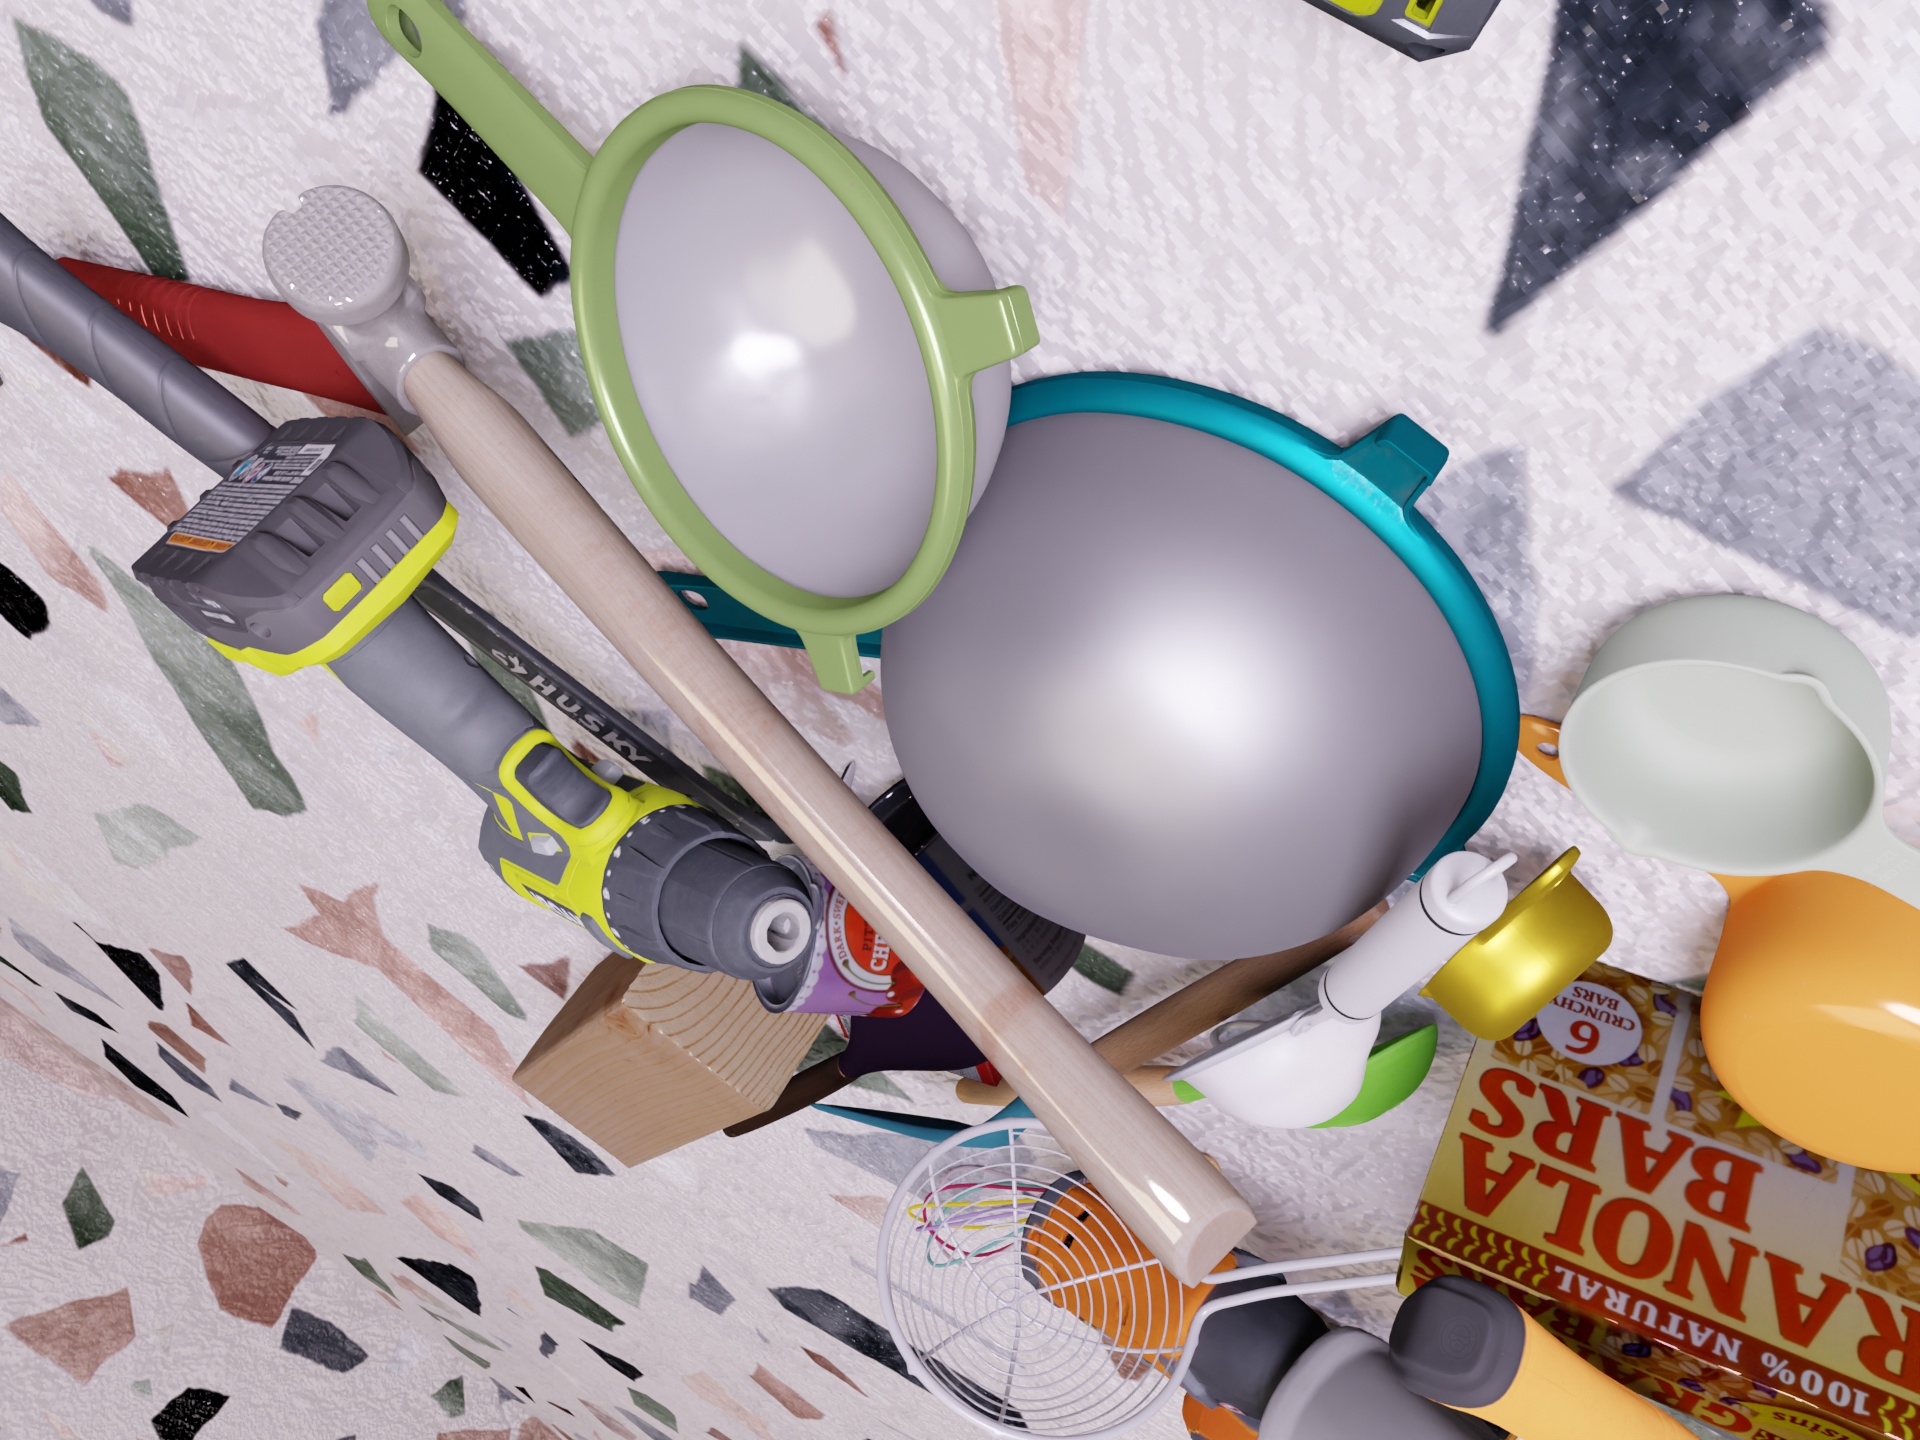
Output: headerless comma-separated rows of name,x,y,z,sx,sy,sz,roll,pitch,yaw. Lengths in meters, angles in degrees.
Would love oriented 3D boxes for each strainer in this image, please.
strainer,-0.072,-0.141,0.460,0.256,0.069,0.151,46,141,15
strainer,-0.001,-0.002,0.522,0.340,0.095,0.210,9,138,33
strainer,0.115,0.085,0.477,0.258,0.087,0.050,97,149,-66

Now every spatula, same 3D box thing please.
spatula,0.053,0.133,0.662,0.082,0.044,0.317,17,140,-33
spatula,-0.063,0.180,0.805,0.059,0.018,0.316,34,146,-11

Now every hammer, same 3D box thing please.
hammer,-0.352,-0.166,0.670,0.359,0.037,0.149,17,141,24
hammer,-0.059,0.014,0.511,0.410,0.038,0.146,48,170,2
hammer,-0.215,-0.054,0.646,0.408,0.036,0.149,40,143,-22
hammer,0.237,0.242,0.470,0.336,0.034,0.127,39,158,-30

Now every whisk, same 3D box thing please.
whisk,0.046,0.254,0.835,0.047,0.051,0.245,48,140,-9

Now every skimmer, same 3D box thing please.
skimmer,0.147,0.183,0.563,0.363,0.127,0.090,-16,135,24

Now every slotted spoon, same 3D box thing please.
slotted spoon,0.083,0.158,0.689,0.314,0.070,0.031,-22,85,56

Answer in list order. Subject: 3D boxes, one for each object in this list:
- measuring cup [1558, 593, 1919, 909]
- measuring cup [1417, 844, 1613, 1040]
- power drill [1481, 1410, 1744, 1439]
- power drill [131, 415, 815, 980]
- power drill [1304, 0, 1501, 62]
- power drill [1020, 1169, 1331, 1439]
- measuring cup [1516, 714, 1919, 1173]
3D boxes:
measuring cup,0.239,0.023,0.409,0.167,0.038,0.083,28,145,6
measuring cup,0.161,0.060,0.435,0.029,0.062,0.156,48,180,19
power drill,0.295,0.272,0.625,0.226,0.084,0.185,15,143,19
power drill,-0.160,0.005,0.560,0.191,0.080,0.228,12,148,51
power drill,0.051,-0.231,0.231,0.171,0.080,0.223,31,148,5
power drill,0.141,0.300,0.726,0.164,0.084,0.226,17,154,47
measuring cup,0.223,0.063,0.454,0.173,0.052,0.095,34,145,4
